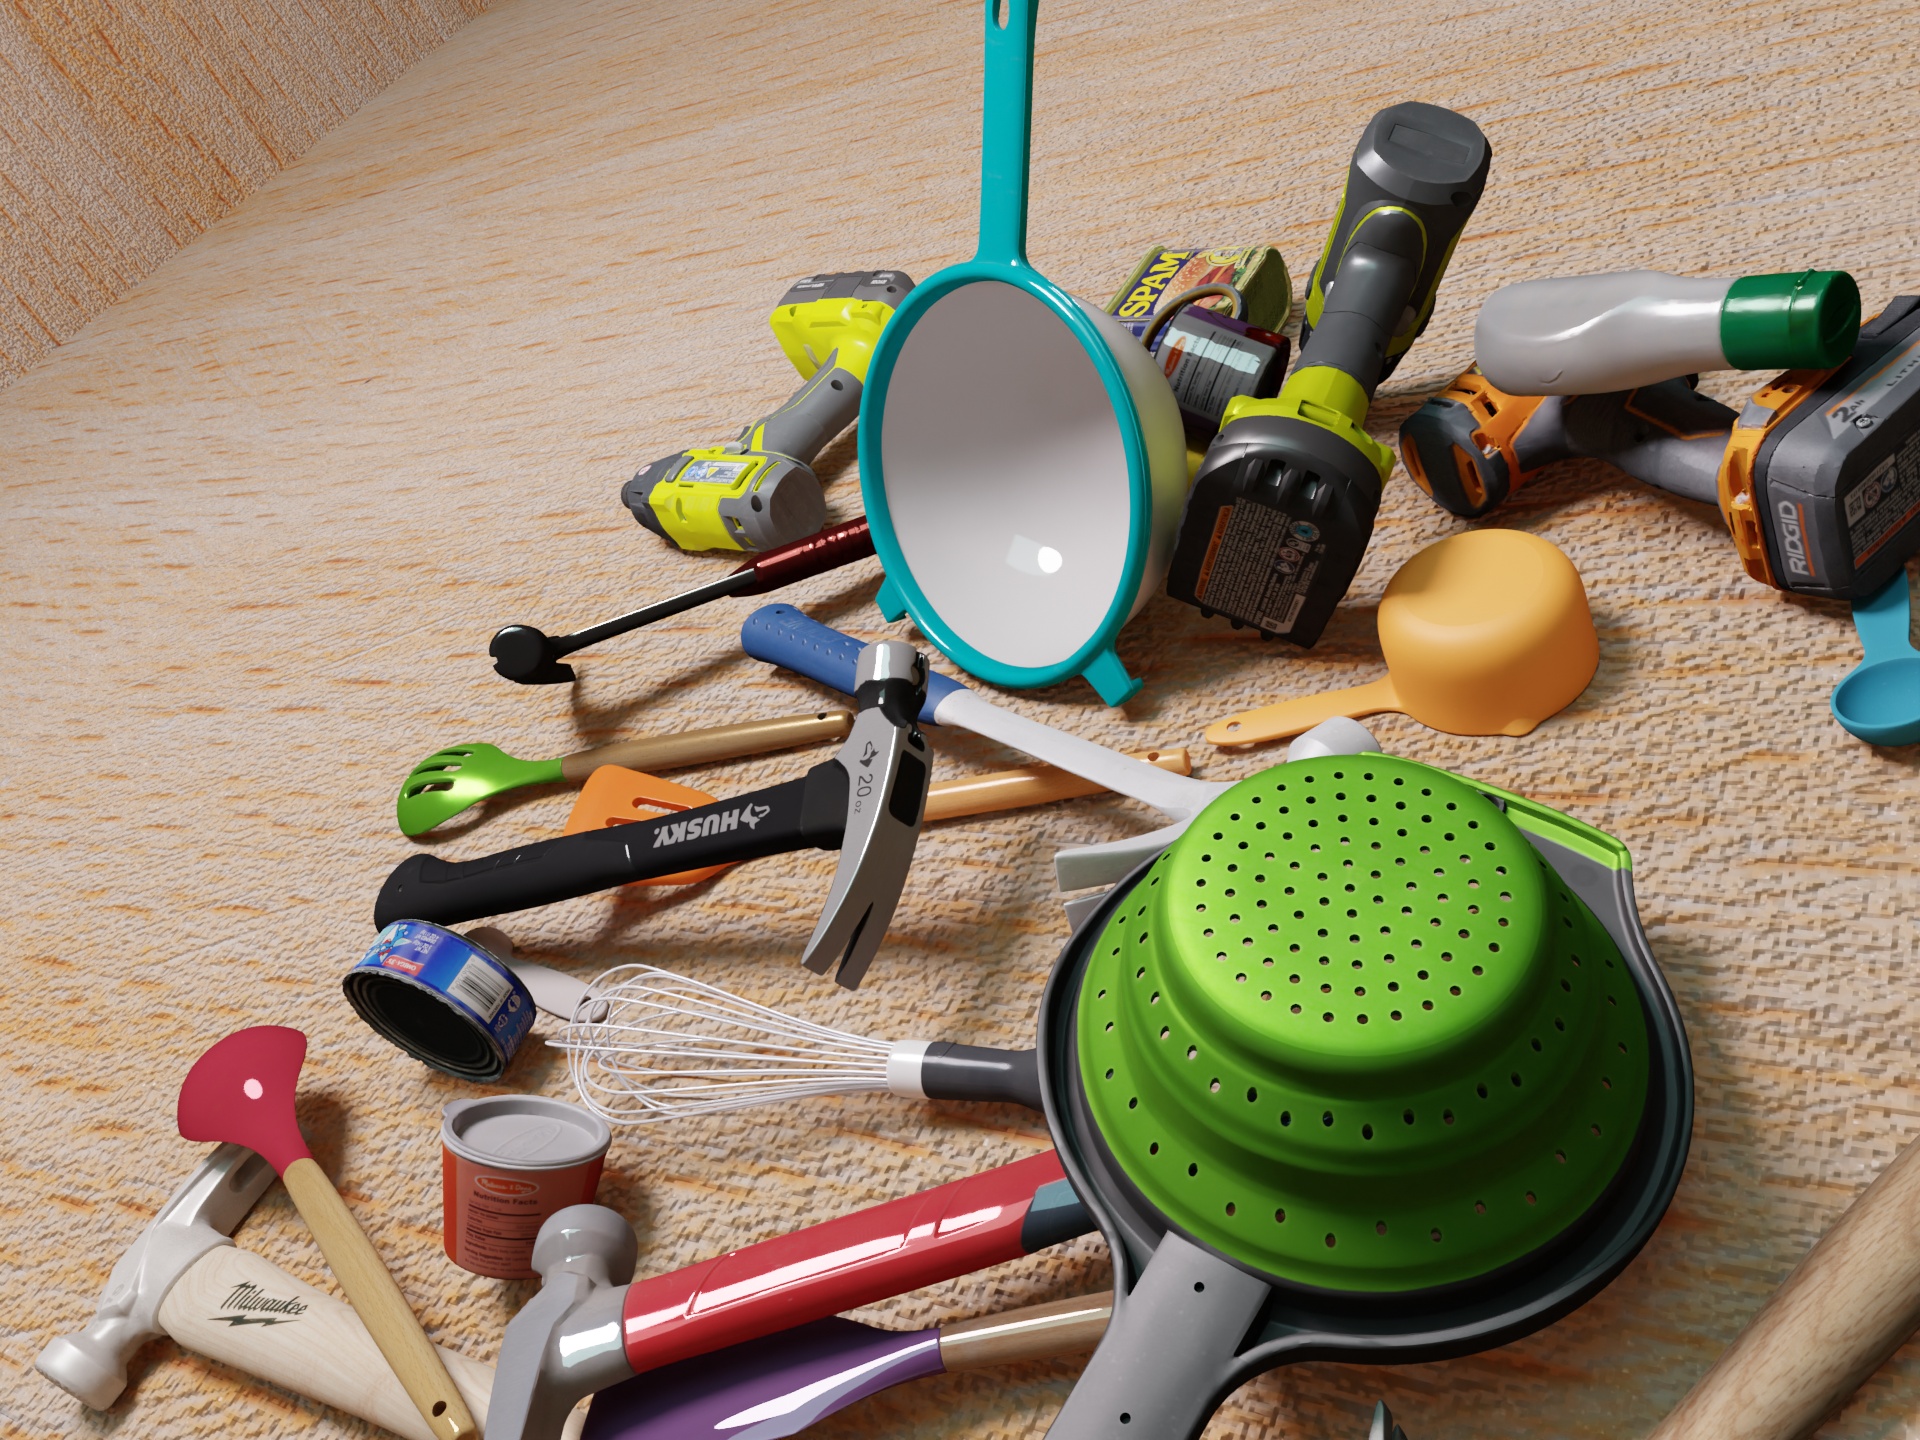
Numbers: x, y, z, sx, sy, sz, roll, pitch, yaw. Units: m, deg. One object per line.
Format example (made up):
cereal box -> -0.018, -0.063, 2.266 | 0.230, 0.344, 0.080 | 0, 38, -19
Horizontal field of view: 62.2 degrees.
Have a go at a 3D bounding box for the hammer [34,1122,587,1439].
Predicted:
hammer -> -0.208, 0.256, 0.627 | 0.411, 0.038, 0.146 | 5, 47, 36

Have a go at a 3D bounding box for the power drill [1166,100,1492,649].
power drill -> 0.176, -0.153, 0.766 | 0.080, 0.190, 0.229 | 22, 64, 9

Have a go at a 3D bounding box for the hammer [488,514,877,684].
hammer -> -0.092, -0.094, 0.936 | 0.359, 0.037, 0.149 | -20, 2, 0

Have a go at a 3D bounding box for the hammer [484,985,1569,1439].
hammer -> 0.031, 0.170, 0.529 | 0.386, 0.038, 0.143 | -18, 25, 3

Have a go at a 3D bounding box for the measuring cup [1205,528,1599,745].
measuring cup -> 0.185, -0.031, 0.693 | 0.173, 0.052, 0.095 | -16, 39, 13

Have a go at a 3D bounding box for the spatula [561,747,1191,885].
spatula -> -0.048, 0.039, 0.774 | 0.322, 0.041, 0.081 | -10, 43, 22

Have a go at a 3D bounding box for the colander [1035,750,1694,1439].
colander -> 0.074, 0.134, 0.447 | 0.205, 0.094, 0.397 | 22, 57, 29

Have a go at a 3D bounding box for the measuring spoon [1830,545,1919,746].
measuring spoon -> 0.360, -0.029, 0.615 | 0.042, 0.021, 0.129 | -17, 28, 35

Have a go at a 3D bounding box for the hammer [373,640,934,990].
hammer -> -0.158, 0.068, 0.741 | 0.335, 0.035, 0.146 | -14, 56, 32

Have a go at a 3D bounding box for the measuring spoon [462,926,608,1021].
measuring spoon -> -0.219, 0.127, 0.799 | 0.124, 0.018, 0.034 | 12, 52, 40

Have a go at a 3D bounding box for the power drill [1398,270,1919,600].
power drill -> 0.331, -0.144, 0.710 | 0.164, 0.084, 0.227 | -39, 33, -13

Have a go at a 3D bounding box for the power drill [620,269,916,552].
power drill -> -0.123, -0.206, 1.083 | 0.171, 0.080, 0.223 | 11, 55, 40

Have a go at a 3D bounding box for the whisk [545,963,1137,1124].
whisk -> -0.048, 0.139, 0.645 | 0.285, 0.070, 0.070 | -1, 44, 25

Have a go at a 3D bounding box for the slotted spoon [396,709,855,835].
slotted spoon -> -0.201, 0.022, 0.906 | 0.314, 0.031, 0.070 | -9, 41, 23

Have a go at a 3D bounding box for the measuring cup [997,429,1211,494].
measuring cup -> 0.070, -0.159, 0.879 | 0.156, 0.029, 0.062 | 22, 43, 11

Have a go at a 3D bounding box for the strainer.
strainer -> 0.047, -0.188, 0.791 | 0.095, 0.340, 0.211 | -16, 26, -38

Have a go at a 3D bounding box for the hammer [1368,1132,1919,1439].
hammer -> 0.241, 0.167, 0.444 | 0.331, 0.031, 0.130 | -39, 38, -13

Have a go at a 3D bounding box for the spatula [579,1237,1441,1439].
spatula -> 0.020, 0.204, 0.532 | 0.316, 0.018, 0.060 | -14, 25, 11

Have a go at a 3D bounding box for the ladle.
ladle -> -0.273, 0.208, 0.677 | 0.069, 0.031, 0.316 | -41, 40, -20

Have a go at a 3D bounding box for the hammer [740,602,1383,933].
hammer -> -0.001, -0.002, 0.758 | 0.144, 0.035, 0.406 | -26, 27, -27
